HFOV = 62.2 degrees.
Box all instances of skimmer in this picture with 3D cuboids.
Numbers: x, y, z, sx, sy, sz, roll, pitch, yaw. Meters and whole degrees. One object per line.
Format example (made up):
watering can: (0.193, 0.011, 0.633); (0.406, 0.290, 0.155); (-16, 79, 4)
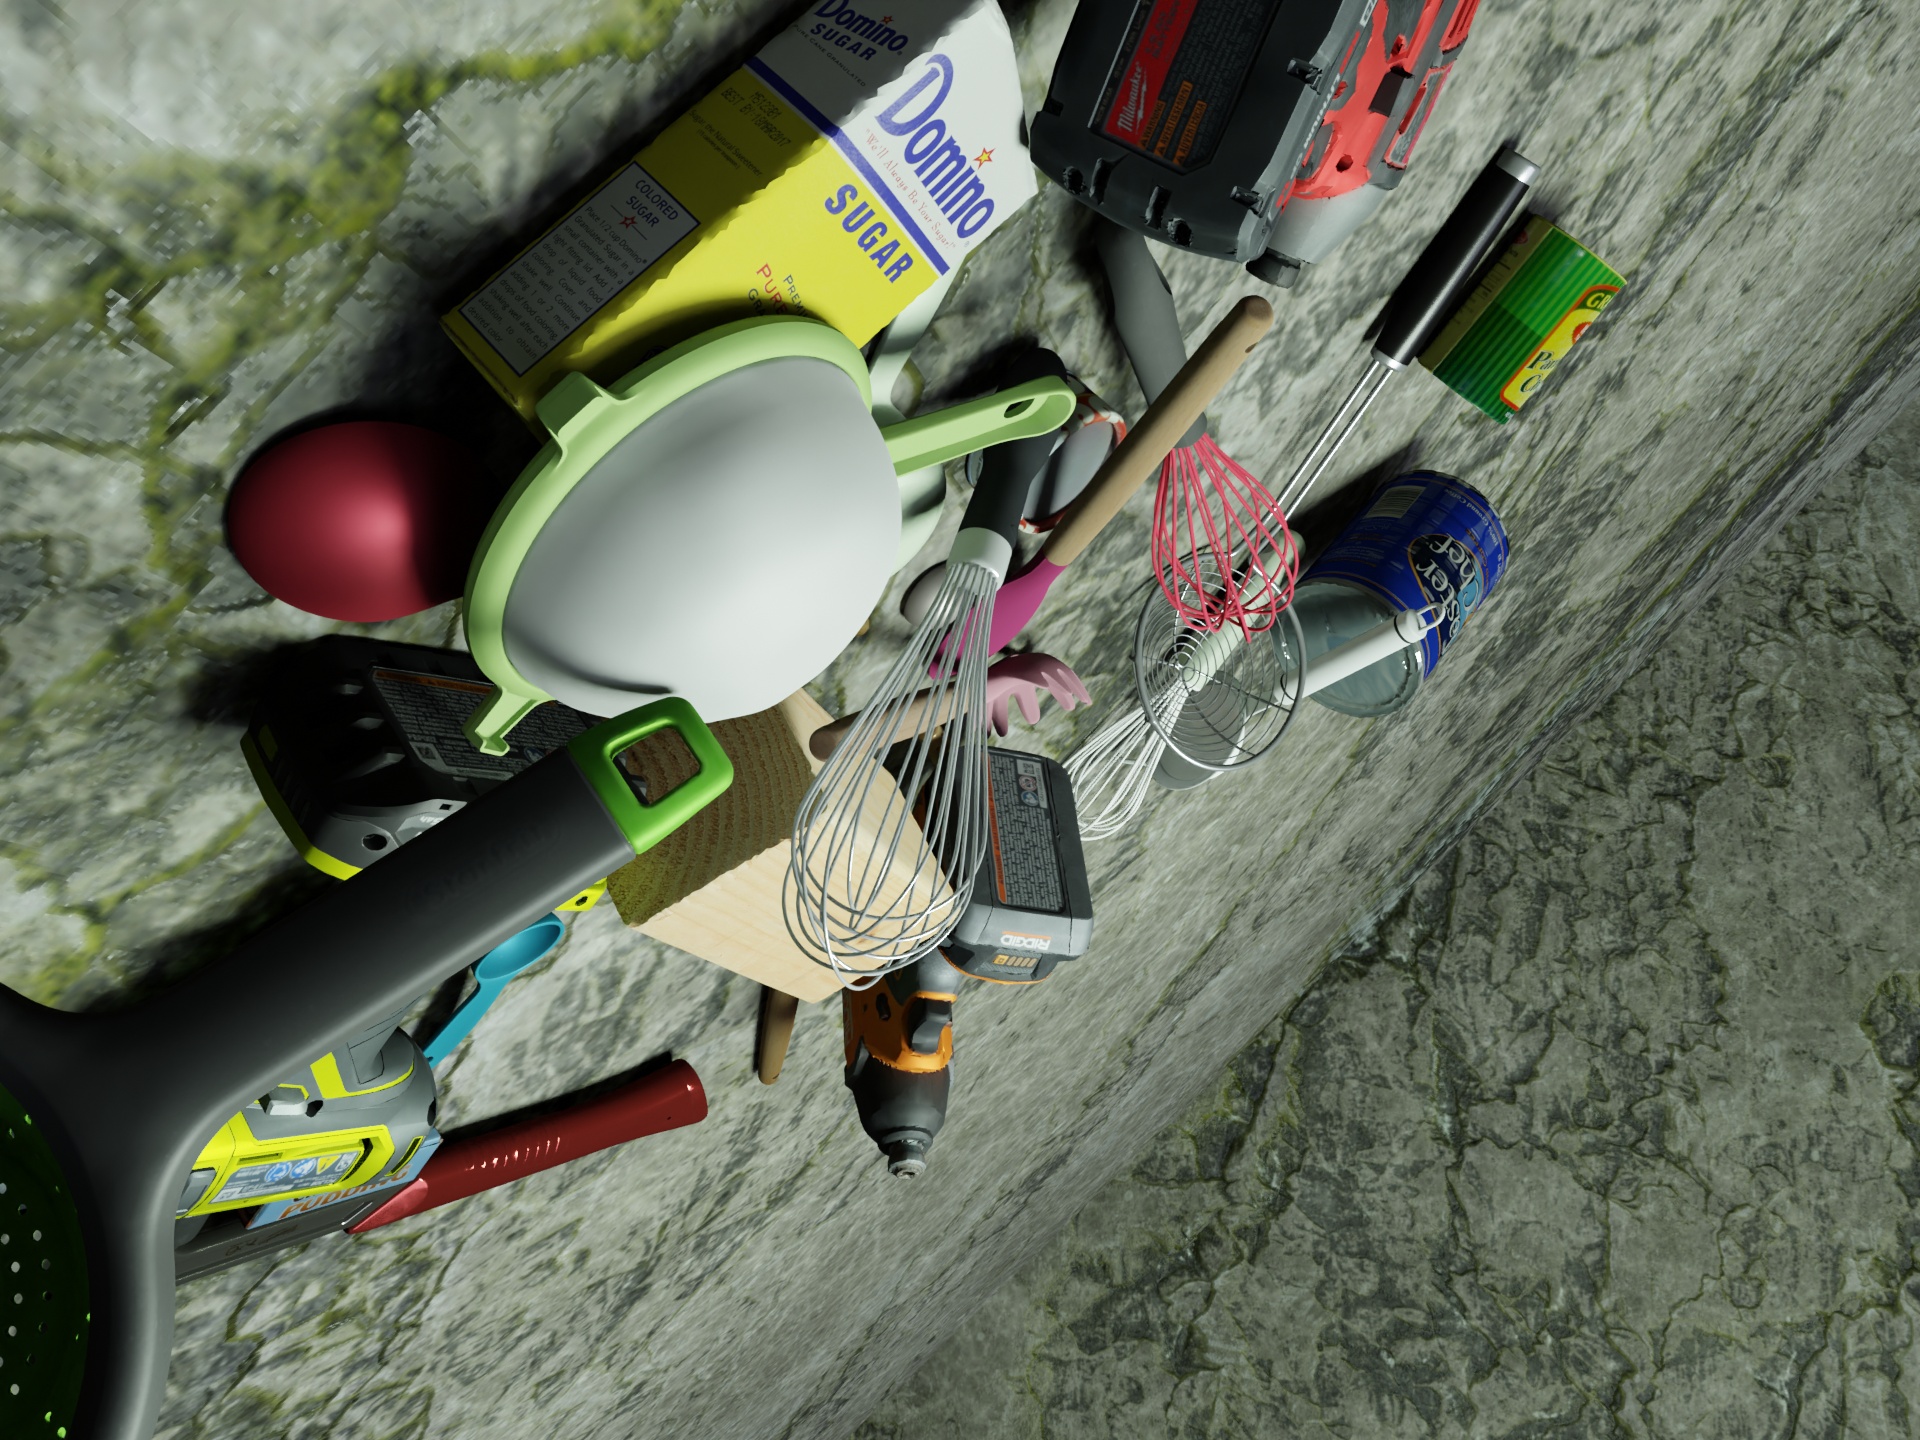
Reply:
skimmer: (0.215, -0.136, 0.882); (0.127, 0.090, 0.363); (17, 119, -28)

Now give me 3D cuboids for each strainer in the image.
strainer: (0.201, -0.015, 1.002); (0.050, 0.087, 0.258); (25, 145, -28)
strainer: (-0.033, -0.061, 0.515); (0.256, 0.069, 0.151); (-27, 158, -41)

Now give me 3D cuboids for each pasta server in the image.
pasta server: (-0.001, -0.002, 0.730); (0.060, 0.040, 0.316); (-21, 180, 18)

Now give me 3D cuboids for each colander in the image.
colander: (-0.236, 0.117, 0.434); (0.397, 0.204, 0.094); (-33, 173, -13)

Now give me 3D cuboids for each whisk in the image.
whisk: (0.139, -0.021, 1.020); (0.246, 0.059, 0.058); (-53, -167, 13)
whisk: (-0.001, -0.033, 0.586); (0.070, 0.070, 0.285); (93, 13, -59)
whisk: (0.104, -0.120, 0.718); (0.073, 0.073, 0.295); (-42, 147, -5)

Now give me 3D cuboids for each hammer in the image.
hammer: (-0.262, 0.234, 0.792); (0.149, 0.037, 0.359); (-54, 155, 22)

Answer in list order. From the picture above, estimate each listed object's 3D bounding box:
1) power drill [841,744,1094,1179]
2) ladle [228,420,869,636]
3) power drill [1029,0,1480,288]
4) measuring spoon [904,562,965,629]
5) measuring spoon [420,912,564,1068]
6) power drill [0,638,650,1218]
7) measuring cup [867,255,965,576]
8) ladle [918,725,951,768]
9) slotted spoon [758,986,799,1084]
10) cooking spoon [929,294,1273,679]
power drill: (-0.007, 0.139, 0.874); (0.084, 0.164, 0.226); (10, 138, -19)
ladle: (-0.115, -0.049, 0.564); (0.069, 0.031, 0.315); (-48, 159, 17)
power drill: (0.113, -0.217, 0.544); (0.219, 0.078, 0.143); (-29, 147, -59)
measuring spoon: (0.023, -0.086, 0.739); (0.124, 0.018, 0.034); (-44, 157, -1)
measuring spoon: (-0.218, 0.118, 0.700); (0.128, 0.021, 0.042); (-46, 160, 30)
power drill: (-0.228, 0.085, 0.539); (0.228, 0.080, 0.190); (-49, 152, 17)
measuring cup: (-0.020, -0.113, 0.589); (0.083, 0.038, 0.167); (-18, 148, -47)
ladle: (0.016, 0.064, 0.977); (0.078, 0.062, 0.319); (-39, 150, -5)
slotted spoon: (-0.098, 0.143, 0.926); (0.070, 0.031, 0.313); (-30, 155, -30)
cooking spoon: (0.052, -0.084, 0.683); (0.069, 0.017, 0.318); (-31, 172, -27)
